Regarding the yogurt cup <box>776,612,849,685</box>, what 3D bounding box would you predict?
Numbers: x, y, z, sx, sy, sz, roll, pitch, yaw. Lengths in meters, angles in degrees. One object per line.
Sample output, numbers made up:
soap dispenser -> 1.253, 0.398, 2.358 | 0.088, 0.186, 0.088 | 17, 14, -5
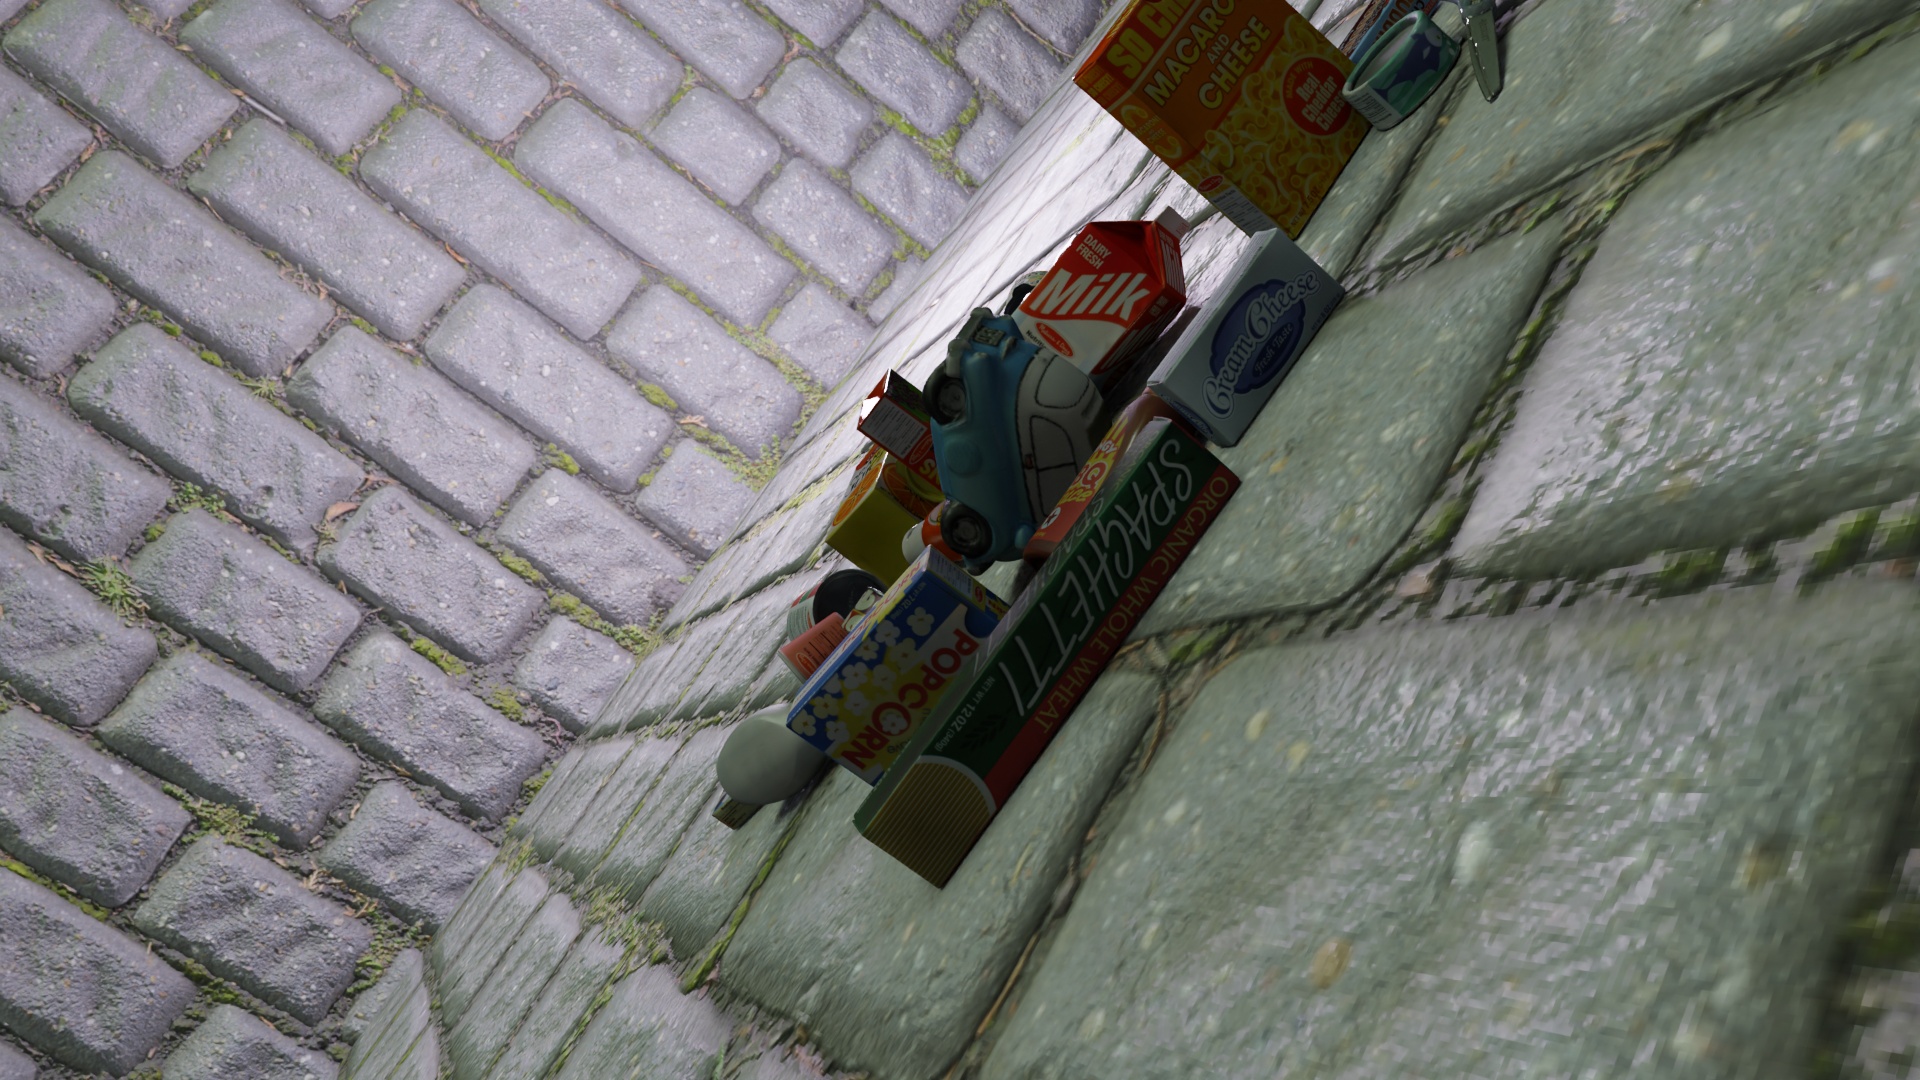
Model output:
yogurt cup -> -0.094, 0.090, 1.022 | 0.054, 0.072, 0.072 | -42, 11, -8

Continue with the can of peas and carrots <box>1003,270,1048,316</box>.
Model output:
can of peas and carrots -> 0.071, -0.204, 1.238 | 0.070, 0.071, 0.059 | -47, 12, 22

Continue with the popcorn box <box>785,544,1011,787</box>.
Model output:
popcorn box -> -0.024, 0.076, 0.759 | 0.126, 0.085, 0.038 | -48, 12, 20

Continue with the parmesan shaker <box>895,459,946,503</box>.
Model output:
parmesan shaker -> -0.011, -0.086, 1.200 | 0.071, 0.071, 0.103 | -45, 14, 29

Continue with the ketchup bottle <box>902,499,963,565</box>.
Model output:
ketchup bottle -> 0.004, -0.013, 1.008 | 0.065, 0.043, 0.148 | -54, 11, -29

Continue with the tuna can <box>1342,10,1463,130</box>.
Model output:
tuna can -> 0.269, -0.288, 0.845 | 0.071, 0.033, 0.071 | -49, 13, 15

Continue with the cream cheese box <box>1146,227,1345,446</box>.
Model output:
cream cheese box -> 0.148, -0.105, 0.721 | 0.104, 0.053, 0.024 | -54, 14, -5

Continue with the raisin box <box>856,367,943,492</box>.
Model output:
raisin box -> -0.018, -0.075, 1.073 | 0.040, 0.123, 0.086 | -51, 12, 14

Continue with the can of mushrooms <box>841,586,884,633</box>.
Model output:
can of mushrooms -> -0.042, 0.062, 0.909 | 0.033, 0.071, 0.071 | -55, 12, -8

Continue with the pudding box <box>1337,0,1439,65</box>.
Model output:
pudding box -> 0.282, -0.338, 0.942 | 0.084, 0.030, 0.049 | -54, 13, -9

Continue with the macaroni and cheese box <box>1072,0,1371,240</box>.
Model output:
macaroni and cheese box -> 0.172, -0.283, 0.870 | 0.124, 0.166, 0.040 | -56, 13, -14

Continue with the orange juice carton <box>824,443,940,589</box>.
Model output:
orange juice carton -> -0.055, -0.045, 1.242 | 0.072, 0.072, 0.193 | -46, 14, 26

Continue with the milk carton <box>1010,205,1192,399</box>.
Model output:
milk carton -> 0.089, -0.151, 0.964 | 0.190, 0.073, 0.072 | -49, -16, 15

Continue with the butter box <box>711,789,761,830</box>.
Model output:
butter box -> -0.150, 0.176, 1.075 | 0.103, 0.024, 0.053 | -45, 15, 32

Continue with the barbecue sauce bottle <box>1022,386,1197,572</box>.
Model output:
barbecue sauce bottle -> 0.094, -0.040, 0.758 | 0.149, 0.043, 0.065 | -54, 12, -12

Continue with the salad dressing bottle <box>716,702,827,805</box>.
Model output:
salad dressing bottle -> -0.108, 0.134, 0.972 | 0.147, 0.064, 0.044 | -36, -11, 28

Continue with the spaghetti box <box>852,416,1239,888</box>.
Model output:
spaghetti box -> 0.042, 0.051, 0.671 | 0.250, 0.050, 0.029 | -53, 14, -4

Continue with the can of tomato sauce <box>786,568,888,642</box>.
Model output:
can of tomato sauce -> -0.095, 0.062, 1.103 | 0.071, 0.071, 0.083 | -57, 12, -22
